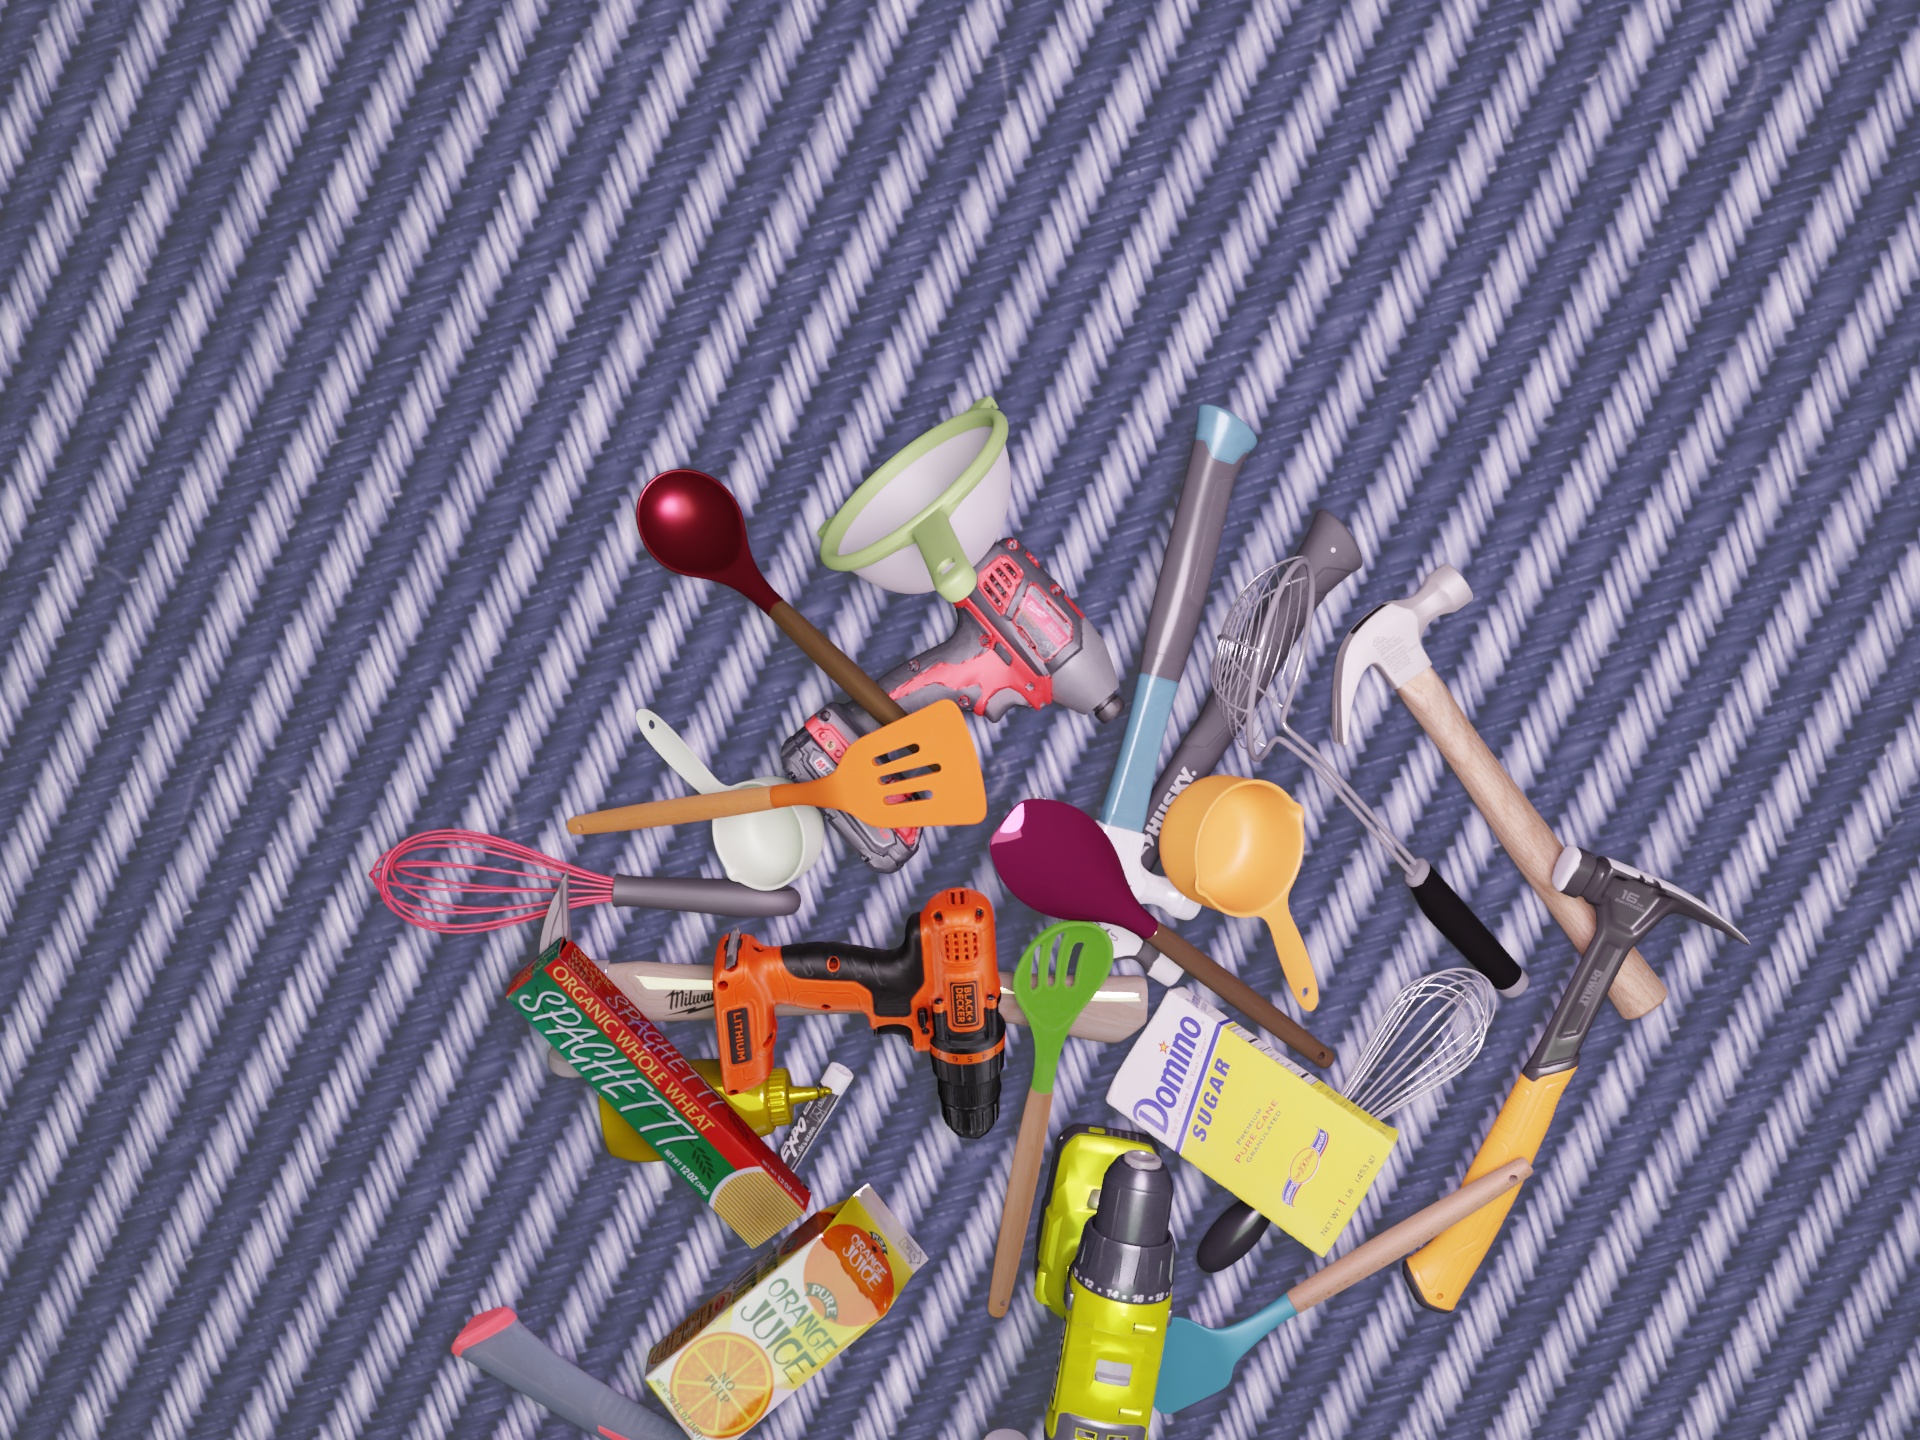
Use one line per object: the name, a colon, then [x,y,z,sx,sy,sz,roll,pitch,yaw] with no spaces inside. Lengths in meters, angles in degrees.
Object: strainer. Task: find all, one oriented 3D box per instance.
strainer: [-0.006,-0.110,0.994,0.151,0.257,0.069,-37,115,8]

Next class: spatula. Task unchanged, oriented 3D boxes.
spatula: [-0.134,0.050,1.041,0.322,0.041,0.081,-9,102,32]
spatula: [0.248,0.379,1.089,0.317,0.044,0.082,-33,91,8]

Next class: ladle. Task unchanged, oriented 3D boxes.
ladle: [-0.103,-0.059,1.047,0.069,0.031,0.316,-46,69,-1]

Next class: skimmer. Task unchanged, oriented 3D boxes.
skimmer: [0.281,0.052,1.018,0.363,0.090,0.127,46,51,-18]

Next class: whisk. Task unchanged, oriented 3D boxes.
whisk: [0.261,0.278,1.092,0.070,0.070,0.284,40,100,-1]
whisk: [-0.258,0.117,1.100,0.296,0.073,0.073,4,94,-3]

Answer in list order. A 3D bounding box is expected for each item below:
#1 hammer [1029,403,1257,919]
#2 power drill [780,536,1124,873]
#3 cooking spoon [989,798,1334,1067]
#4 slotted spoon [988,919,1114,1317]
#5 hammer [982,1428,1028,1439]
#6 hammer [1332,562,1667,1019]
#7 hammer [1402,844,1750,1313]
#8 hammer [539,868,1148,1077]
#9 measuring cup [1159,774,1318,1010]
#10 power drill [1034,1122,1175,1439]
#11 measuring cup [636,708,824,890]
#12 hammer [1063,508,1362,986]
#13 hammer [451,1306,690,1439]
hammer: [0.135,-0.041,1.043,0.128,0.033,0.331,14,91,-16]
power drill: [-0.002,-0.003,1.074,0.219,0.078,0.143,-42,91,1]
cooking spoon: [0.142,0.149,1.043,0.318,0.017,0.069,37,89,-25]
slotted spoon: [0.049,0.273,1.083,0.070,0.031,0.313,2,109,-23]
hammer: [-0.157,0.548,1.095,0.405,0.035,0.144,3,96,3]
hammer: [0.371,0.064,1.084,0.130,0.031,0.331,-35,92,4]
hammer: [0.396,0.257,1.074,0.127,0.034,0.337,23,101,1]
hammer: [-0.077,0.177,1.083,0.410,0.038,0.146,2,113,-3]
measuring cup: [0.187,0.114,1.033,0.095,0.052,0.173,-34,113,-22]
power drill: [0.095,0.342,1.013,0.080,0.228,0.190,9,94,1]
measuring cup: [-0.160,0.046,1.104,0.168,0.038,0.083,43,116,17]
hammer: [0.167,0.005,1.086,0.146,0.035,0.335,31,94,-1]
hammer: [-0.195,0.544,1.134,0.386,0.038,0.143,30,96,0]
